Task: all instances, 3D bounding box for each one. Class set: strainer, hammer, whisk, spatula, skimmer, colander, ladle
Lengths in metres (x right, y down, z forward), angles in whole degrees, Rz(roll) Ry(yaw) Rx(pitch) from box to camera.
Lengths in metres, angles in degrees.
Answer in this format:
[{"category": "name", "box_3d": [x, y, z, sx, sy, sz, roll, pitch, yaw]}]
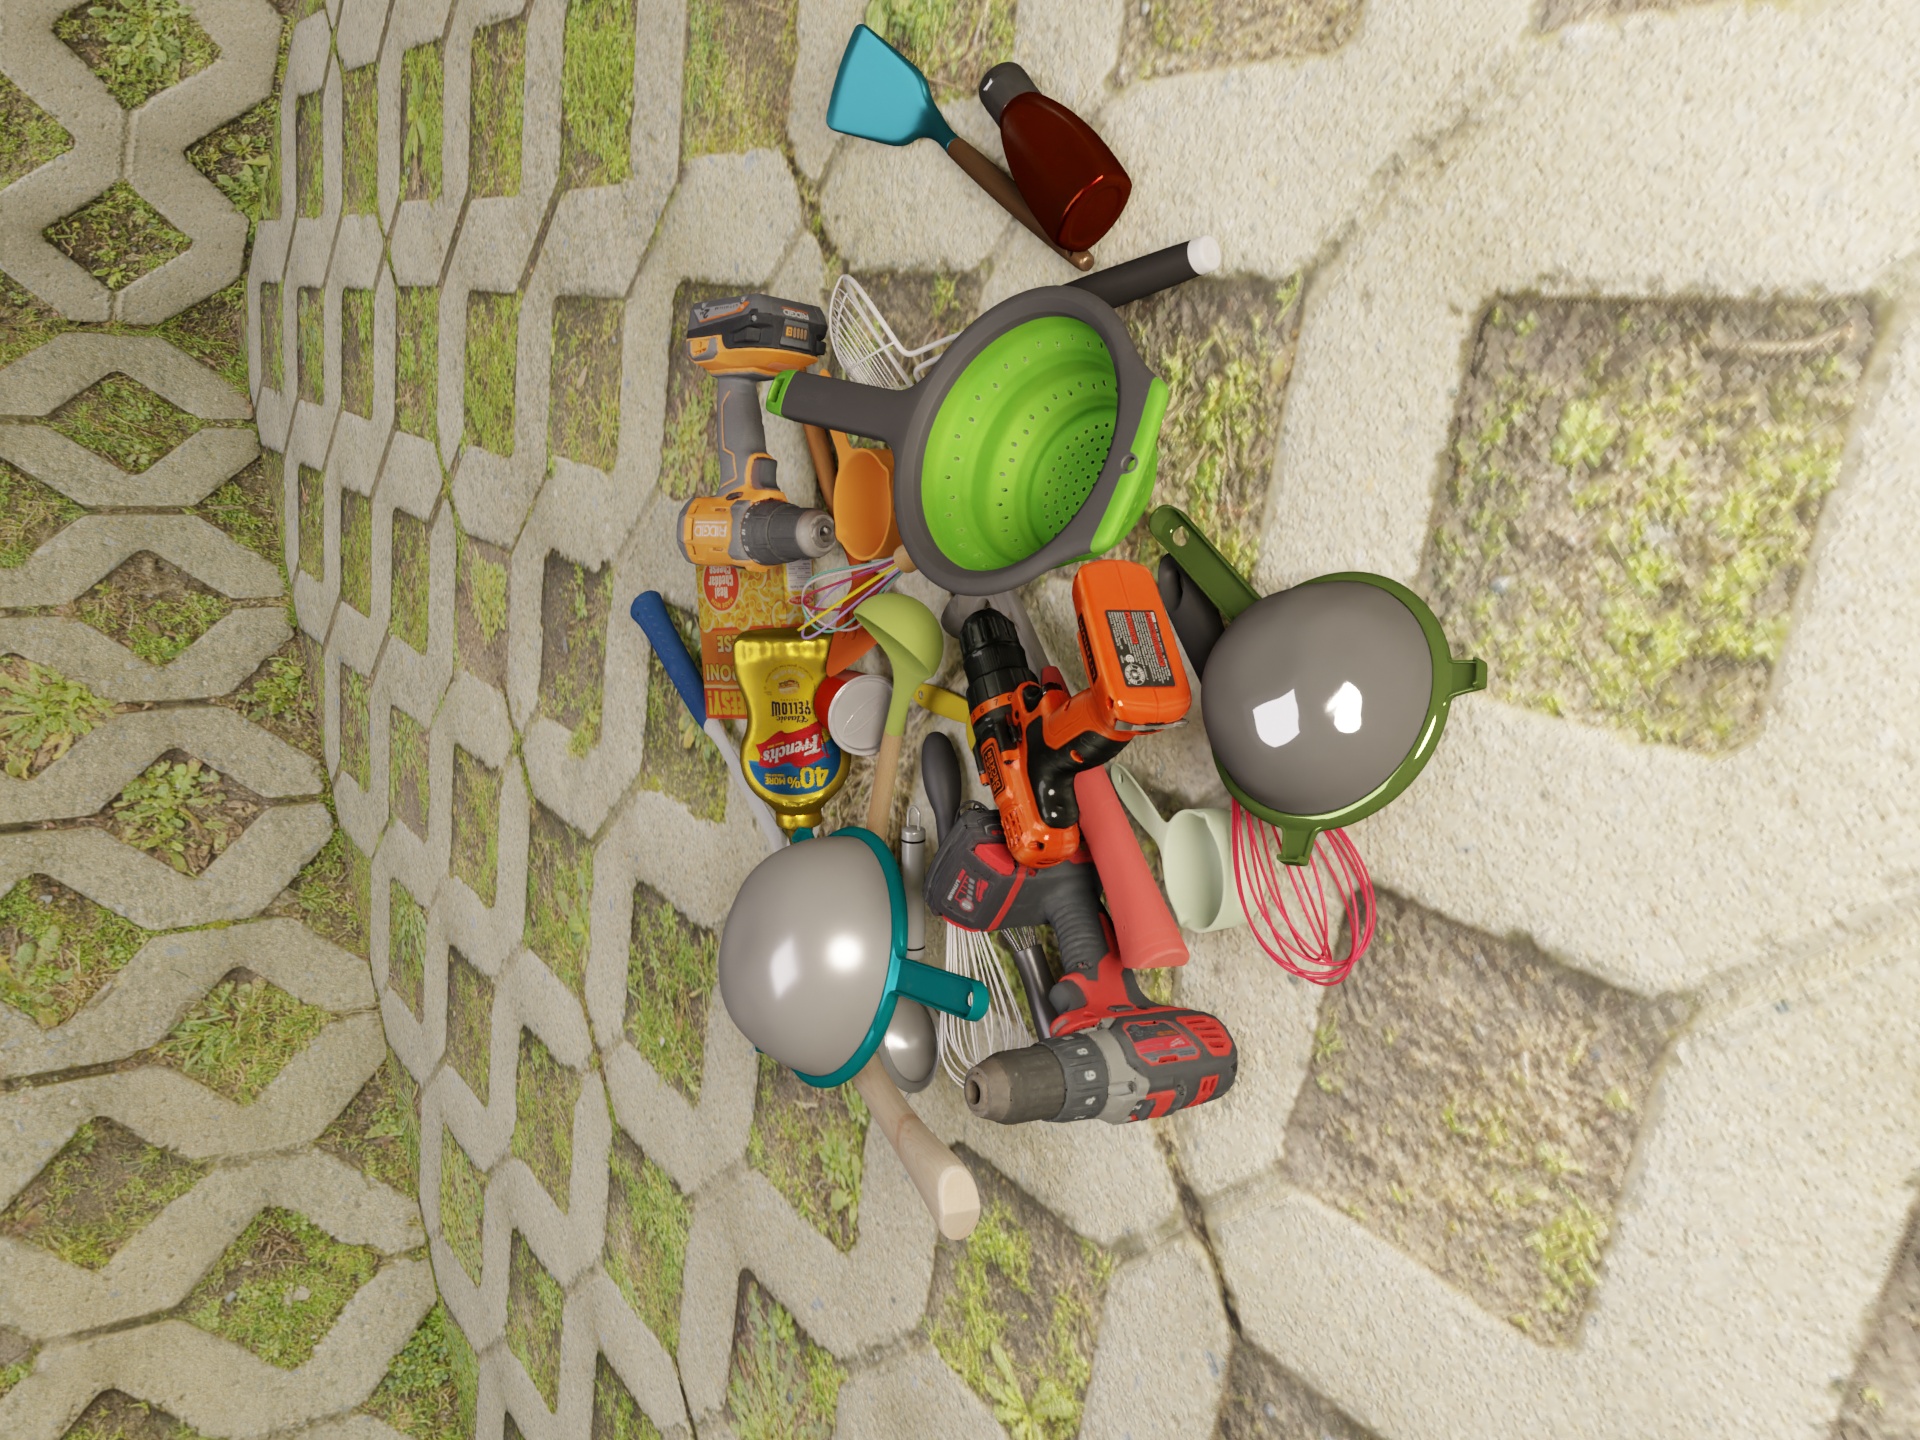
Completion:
[{"category": "strainer", "box_3d": [0.162, -0.054, 0.897, 0.151, 0.069, 0.257, -49, 47, 18]}, {"category": "hammer", "box_3d": [0.075, 0.005, 1.068, 0.149, 0.036, 0.359, -59, 40, 42]}, {"category": "hammer", "box_3d": [-0.081, 0.286, 1.294, 0.411, 0.038, 0.146, -136, 47, -57]}, {"category": "whisk", "box_3d": [-0.053, -0.117, 1.212, 0.245, 0.047, 0.051, -26, 72, 48]}, {"category": "hammer", "box_3d": [-0.239, 0.006, 1.566, 0.406, 0.035, 0.144, 55, 136, 36]}, {"category": "strainer", "box_3d": [-0.102, 0.184, 1.214, 0.340, 0.095, 0.211, 2, 80, 59]}, {"category": "whisk", "box_3d": [0.173, 0.019, 0.946, 0.073, 0.073, 0.296, -51, 47, 46]}, {"category": "spatula", "box_3d": [0.000, -0.403, 1.150, 0.318, 0.044, 0.082, 52, 131, 37]}, {"category": "strainer", "box_3d": [-0.035, 0.191, 1.271, 0.087, 0.050, 0.258, 19, 113, 50]}, {"category": "skimmer", "box_3d": [0.038, -0.289, 1.105, 0.363, 0.090, 0.127, -7, 127, 45]}, {"category": "spatula", "box_3d": [-0.115, -0.194, 1.351, 0.081, 0.041, 0.323, -34, 65, 40]}, {"category": "colander", "box_3d": [0.007, -0.189, 1.086, 0.397, 0.094, 0.204, 23, 93, 46]}, {"category": "ladle", "box_3d": [-0.066, 0.033, 1.271, 0.078, 0.062, 0.320, 36, 134, 28]}, {"category": "whisk", "box_3d": [0.046, 0.170, 1.161, 0.055, 0.055, 0.239, -37, 69, 52]}, {"category": "whisk", "box_3d": [0.001, 0.145, 1.218, 0.070, 0.070, 0.285, -31, 64, 53]}]

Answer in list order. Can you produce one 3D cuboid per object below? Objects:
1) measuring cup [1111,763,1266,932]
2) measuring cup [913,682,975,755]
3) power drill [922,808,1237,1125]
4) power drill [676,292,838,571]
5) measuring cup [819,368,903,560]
[{"category": "measuring cup", "box_3d": [0.144, 0.070, 1.018, 0.168, 0.038, 0.083, -125, 36, -56]}, {"category": "measuring cup", "box_3d": [-0.002, -0.004, 1.219, 0.157, 0.029, 0.062, 22, 113, 51]}, {"category": "power drill", "box_3d": [0.054, 0.163, 1.027, 0.227, 0.187, 0.080, 59, 137, 38]}, {"category": "power drill", "box_3d": [-0.165, -0.239, 1.342, 0.185, 0.084, 0.226, 9, 96, 47]}, {"category": "measuring cup", "box_3d": [-0.069, -0.208, 1.274, 0.095, 0.052, 0.174, -44, 57, 49]}]
